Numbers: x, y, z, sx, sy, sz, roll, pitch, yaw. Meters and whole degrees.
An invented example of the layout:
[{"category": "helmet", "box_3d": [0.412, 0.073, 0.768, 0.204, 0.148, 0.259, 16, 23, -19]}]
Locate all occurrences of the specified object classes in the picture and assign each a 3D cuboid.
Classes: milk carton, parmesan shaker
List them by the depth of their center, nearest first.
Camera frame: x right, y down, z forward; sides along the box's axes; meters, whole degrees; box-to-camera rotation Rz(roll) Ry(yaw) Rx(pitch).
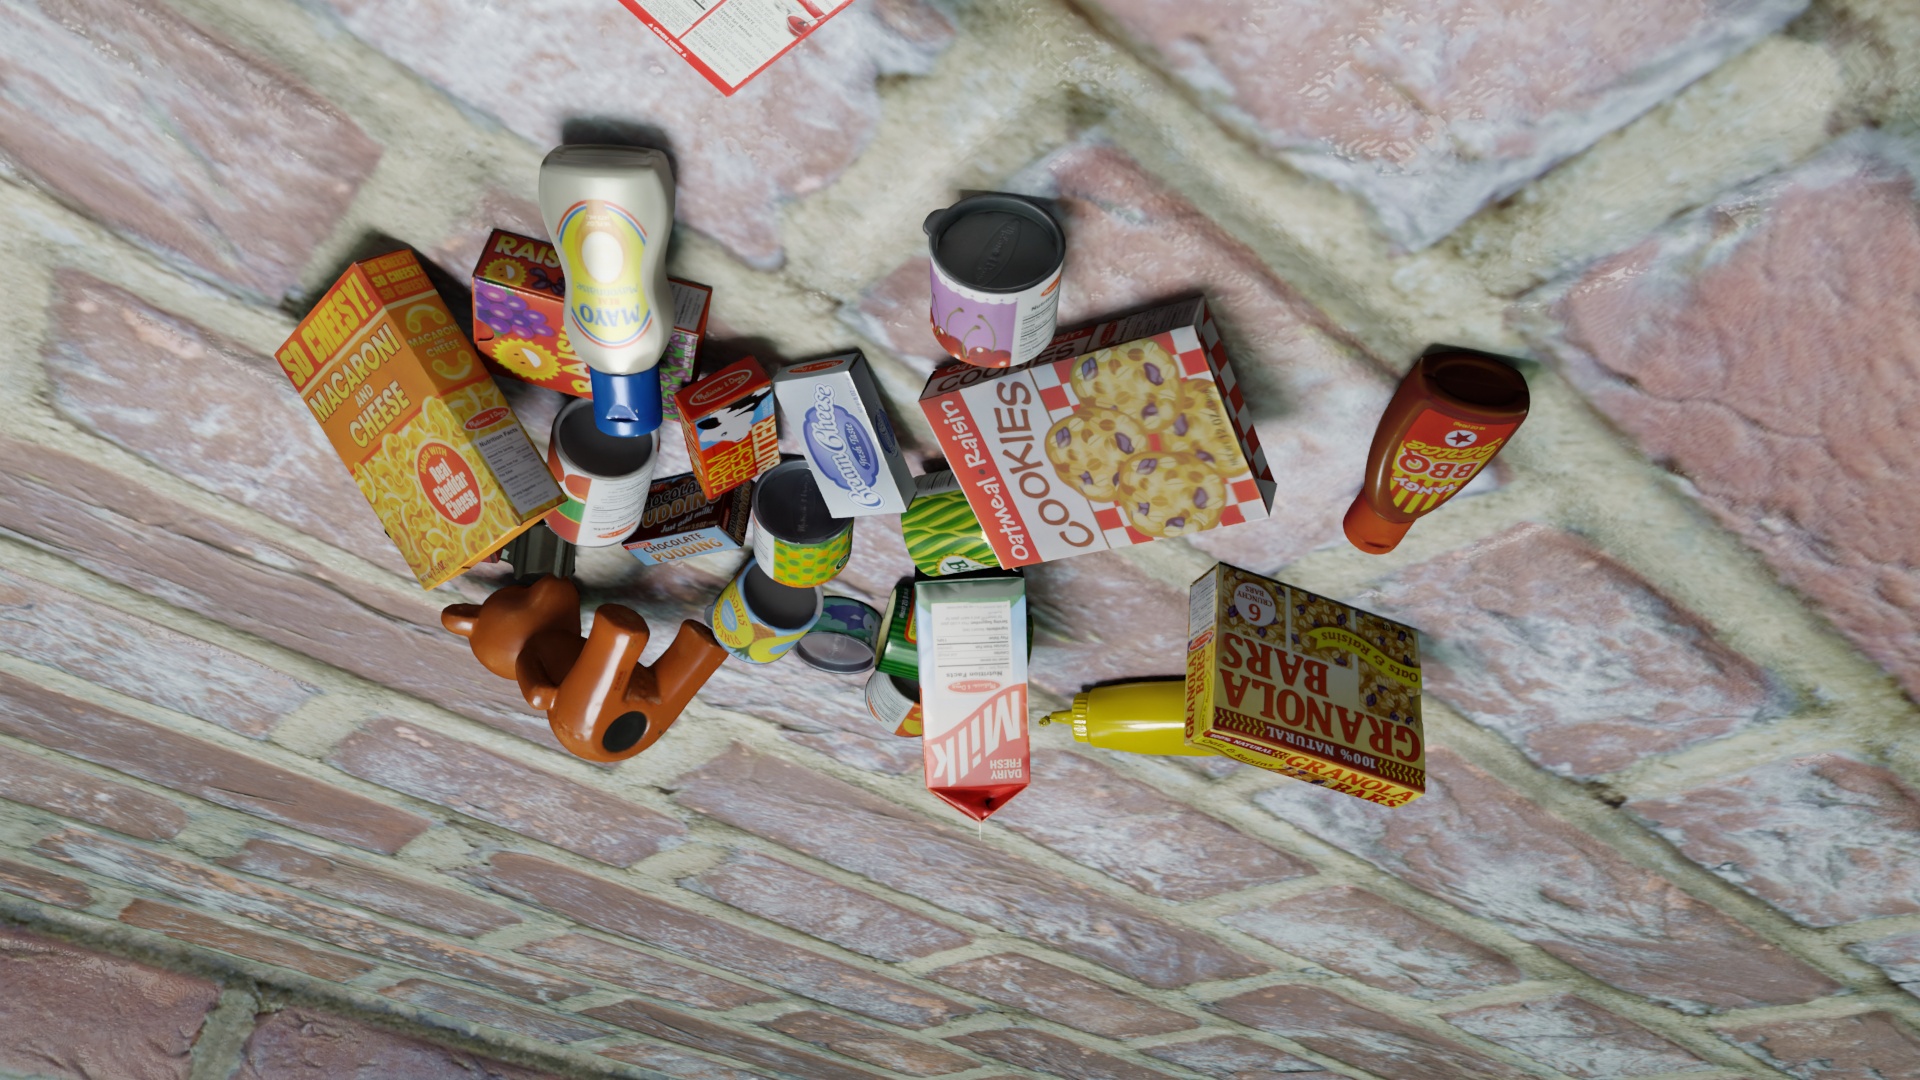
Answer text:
[{"category": "milk carton", "box_3d": [0.009, 0.104, 0.946, 0.073, 0.072, 0.189, -3, 107, 0]}, {"category": "parmesan shaker", "box_3d": [-0.005, 0.077, 1.008, 0.103, 0.071, 0.071, 14, 147, -8]}]

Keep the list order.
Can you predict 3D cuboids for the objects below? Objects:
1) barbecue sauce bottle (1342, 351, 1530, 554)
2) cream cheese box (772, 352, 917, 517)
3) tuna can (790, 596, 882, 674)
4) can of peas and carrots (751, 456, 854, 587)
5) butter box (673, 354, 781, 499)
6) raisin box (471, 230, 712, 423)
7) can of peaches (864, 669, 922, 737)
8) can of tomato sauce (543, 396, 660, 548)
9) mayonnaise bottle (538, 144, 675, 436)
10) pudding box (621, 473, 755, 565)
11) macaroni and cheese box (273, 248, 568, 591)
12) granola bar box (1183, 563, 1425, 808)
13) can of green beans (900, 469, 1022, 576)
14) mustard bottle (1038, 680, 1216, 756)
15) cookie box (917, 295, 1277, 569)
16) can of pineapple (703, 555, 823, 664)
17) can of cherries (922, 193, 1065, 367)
[{"category": "barbecue sauce bottle", "box_3d": [0.260, -0.045, 0.787, 0.065, 0.044, 0.147, 9, 148, -3]}, {"category": "cream cheese box", "box_3d": [-0.068, -0.061, 0.829, 0.053, 0.024, 0.103, -6, 127, 23]}, {"category": "tuna can", "box_3d": [-0.096, 0.072, 1.057, 0.071, 0.033, 0.070, 6, 147, 4]}, {"category": "can of peas and carrots", "box_3d": [-0.099, -0.011, 0.900, 0.071, 0.071, 0.058, 10, 148, -2]}, {"category": "butter box", "box_3d": [-0.137, -0.065, 0.826, 0.053, 0.024, 0.103, -29, 161, -16]}, {"category": "raisin box", "box_3d": [-0.208, -0.118, 0.785, 0.123, 0.040, 0.085, 15, 148, -8]}, {"category": "can of peaches", "box_3d": [-0.033, 0.110, 1.073, 0.071, 0.071, 0.057, 15, 146, -10]}, {"category": "can of tomato sauce", "box_3d": [-0.230, -0.045, 0.878, 0.071, 0.071, 0.082, 16, 146, -12]}, {"category": "mayonnaise bottle", "box_3d": [-0.176, -0.126, 0.713, 0.065, 0.041, 0.147, 2, 122, -1]}, {"category": "pudding box", "box_3d": [-0.180, -0.016, 0.924, 0.083, 0.050, 0.030, -10, 145, 27]}, {"category": "macaroni and cheese box", "box_3d": [-0.314, -0.066, 0.806, 0.123, 0.040, 0.166, -26, 97, 40]}, {"category": "granola bar box", "box_3d": [0.234, 0.098, 0.939, 0.165, 0.125, 0.039, 18, 147, -15]}, {"category": "can of green beans", "box_3d": [0.003, -0.013, 0.872, 0.058, 0.071, 0.071, -10, 143, 26]}, {"category": "mustard bottle", "box_3d": [0.139, 0.139, 1.092, 0.160, 0.049, 0.065, -1, 146, 15]}, {"category": "cookie box", "box_3d": [0.076, -0.056, 0.779, 0.167, 0.040, 0.122, -12, 119, 28]}, {"category": "can of pineapple", "box_3d": [-0.140, 0.049, 0.999, 0.071, 0.071, 0.057, 22, 144, -20]}, {"category": "can of cherries", "box_3d": [0.015, -0.130, 0.693, 0.071, 0.072, 0.058, 6, 148, 3]}]
